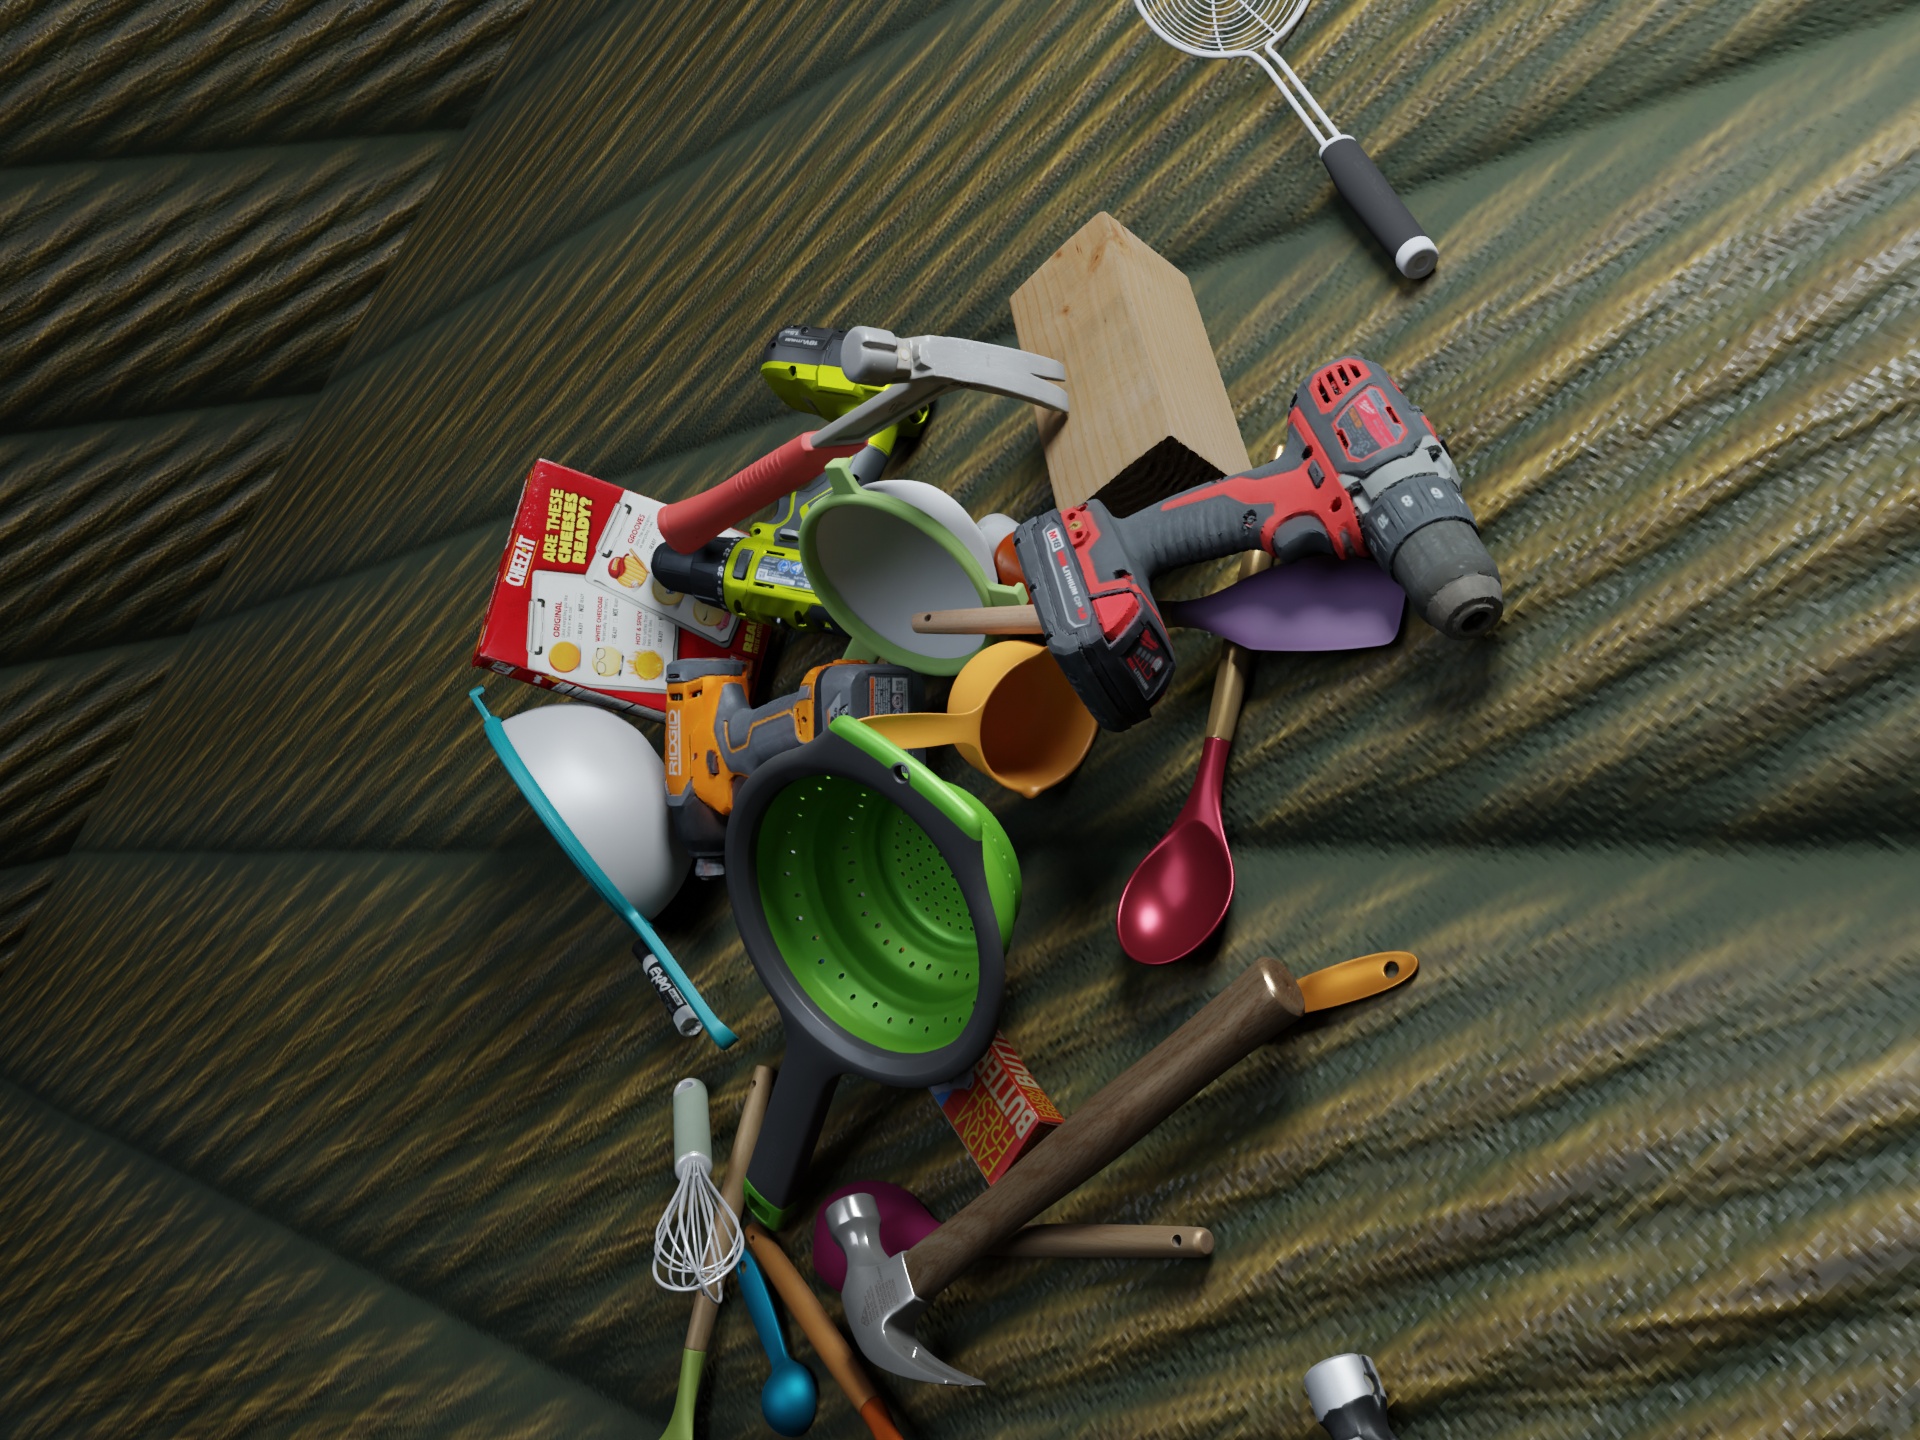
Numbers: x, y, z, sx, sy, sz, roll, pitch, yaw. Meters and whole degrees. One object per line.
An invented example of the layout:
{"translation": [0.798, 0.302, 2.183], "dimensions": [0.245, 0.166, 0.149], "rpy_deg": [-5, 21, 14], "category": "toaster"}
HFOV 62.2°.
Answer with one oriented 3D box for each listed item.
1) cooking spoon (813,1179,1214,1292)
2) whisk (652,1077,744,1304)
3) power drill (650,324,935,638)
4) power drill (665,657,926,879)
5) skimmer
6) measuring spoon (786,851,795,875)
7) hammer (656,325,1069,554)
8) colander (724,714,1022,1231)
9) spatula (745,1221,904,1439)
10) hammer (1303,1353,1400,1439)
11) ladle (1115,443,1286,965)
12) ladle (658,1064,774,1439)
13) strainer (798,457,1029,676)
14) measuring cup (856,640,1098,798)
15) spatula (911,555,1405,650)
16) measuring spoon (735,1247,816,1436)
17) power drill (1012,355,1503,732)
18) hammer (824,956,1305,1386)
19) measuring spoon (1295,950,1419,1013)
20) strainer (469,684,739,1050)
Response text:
{"translation": [0.014, 0.291, 0.893], "dimensions": [0.319, 0.017, 0.069], "rpy_deg": [-18, 60, 44], "category": "cooking spoon"}
{"translation": [-0.174, 0.299, 1.043], "dimensions": [0.058, 0.059, 0.246], "rpy_deg": [-24, 18, -4], "category": "whisk"}
{"translation": [-0.124, -0.180, 1.213], "dimensions": [0.190, 0.080, 0.228], "rpy_deg": [12, 76, 20], "category": "power drill"}
{"translation": [-0.127, 0.036, 1.120], "dimensions": [0.226, 0.084, 0.164], "rpy_deg": [0, 90, 44], "category": "power drill"}
{"translation": [0.206, -0.408, 0.981], "dimensions": [0.127, 0.090, 0.364], "rpy_deg": [-21, 51, 4], "category": "skimmer"}
{"translation": [-0.111, 0.055, 1.170], "dimensions": [0.034, 0.018, 0.124], "rpy_deg": [3, 73, 51], "category": "measuring spoon"}
{"translation": [-0.093, -0.172, 1.044], "dimensions": [0.359, 0.149, 0.037], "rpy_deg": [-17, 75, 53], "category": "hammer"}
{"translation": [-0.055, 0.162, 0.959], "dimensions": [0.205, 0.094, 0.396], "rpy_deg": [36, 128, 23], "category": "colander"}
{"translation": [-0.054, 0.385, 0.923], "dimensions": [0.323, 0.041, 0.081], "rpy_deg": [31, 96, 57], "category": "spatula"}
{"translation": [0.084, 0.429, 0.722], "dimensions": [0.334, 0.035, 0.146], "rpy_deg": [-43, 42, 27], "category": "hammer"}
{"translation": [0.148, -0.013, 0.890], "dimensions": [0.069, 0.031, 0.315], "rpy_deg": [2, 70, 41], "category": "ladle"}
{"translation": [-0.177, 0.383, 1.043], "dimensions": [0.078, 0.062, 0.320], "rpy_deg": [-8, 62, 46], "category": "ladle"}
{"translation": [-0.043, -0.082, 1.090], "dimensions": [0.069, 0.151, 0.256], "rpy_deg": [-54, -1, -32], "category": "strainer"}
{"translation": [-0.002, -0.003, 0.950], "dimensions": [0.052, 0.173, 0.095], "rpy_deg": [31, 120, 56], "category": "measuring cup"}
{"translation": [0.102, -0.063, 0.920], "dimensions": [0.316, 0.018, 0.060], "rpy_deg": [0, 63, 34], "category": "spatula"}
{"translation": [-0.126, 0.386, 0.997], "dimensions": [0.042, 0.021, 0.129], "rpy_deg": [-51, 46, 21], "category": "measuring spoon"}
{"translation": [0.156, -0.080, 0.834], "dimensions": [0.226, 0.080, 0.188], "rpy_deg": [-26, 48, 12], "category": "power drill"}
{"translation": [0.051, 0.235, 0.831], "dimensions": [0.331, 0.031, 0.130], "rpy_deg": [-45, 46, 24], "category": "hammer"}
{"translation": [0.177, 0.137, 0.791], "dimensions": [0.117, 0.011, 0.021], "rpy_deg": [-27, 51, 35], "category": "measuring spoon"}
{"translation": [-0.235, 0.100, 1.214], "dimensions": [0.095, 0.210, 0.341], "rpy_deg": [-37, 59, -9], "category": "strainer"}
